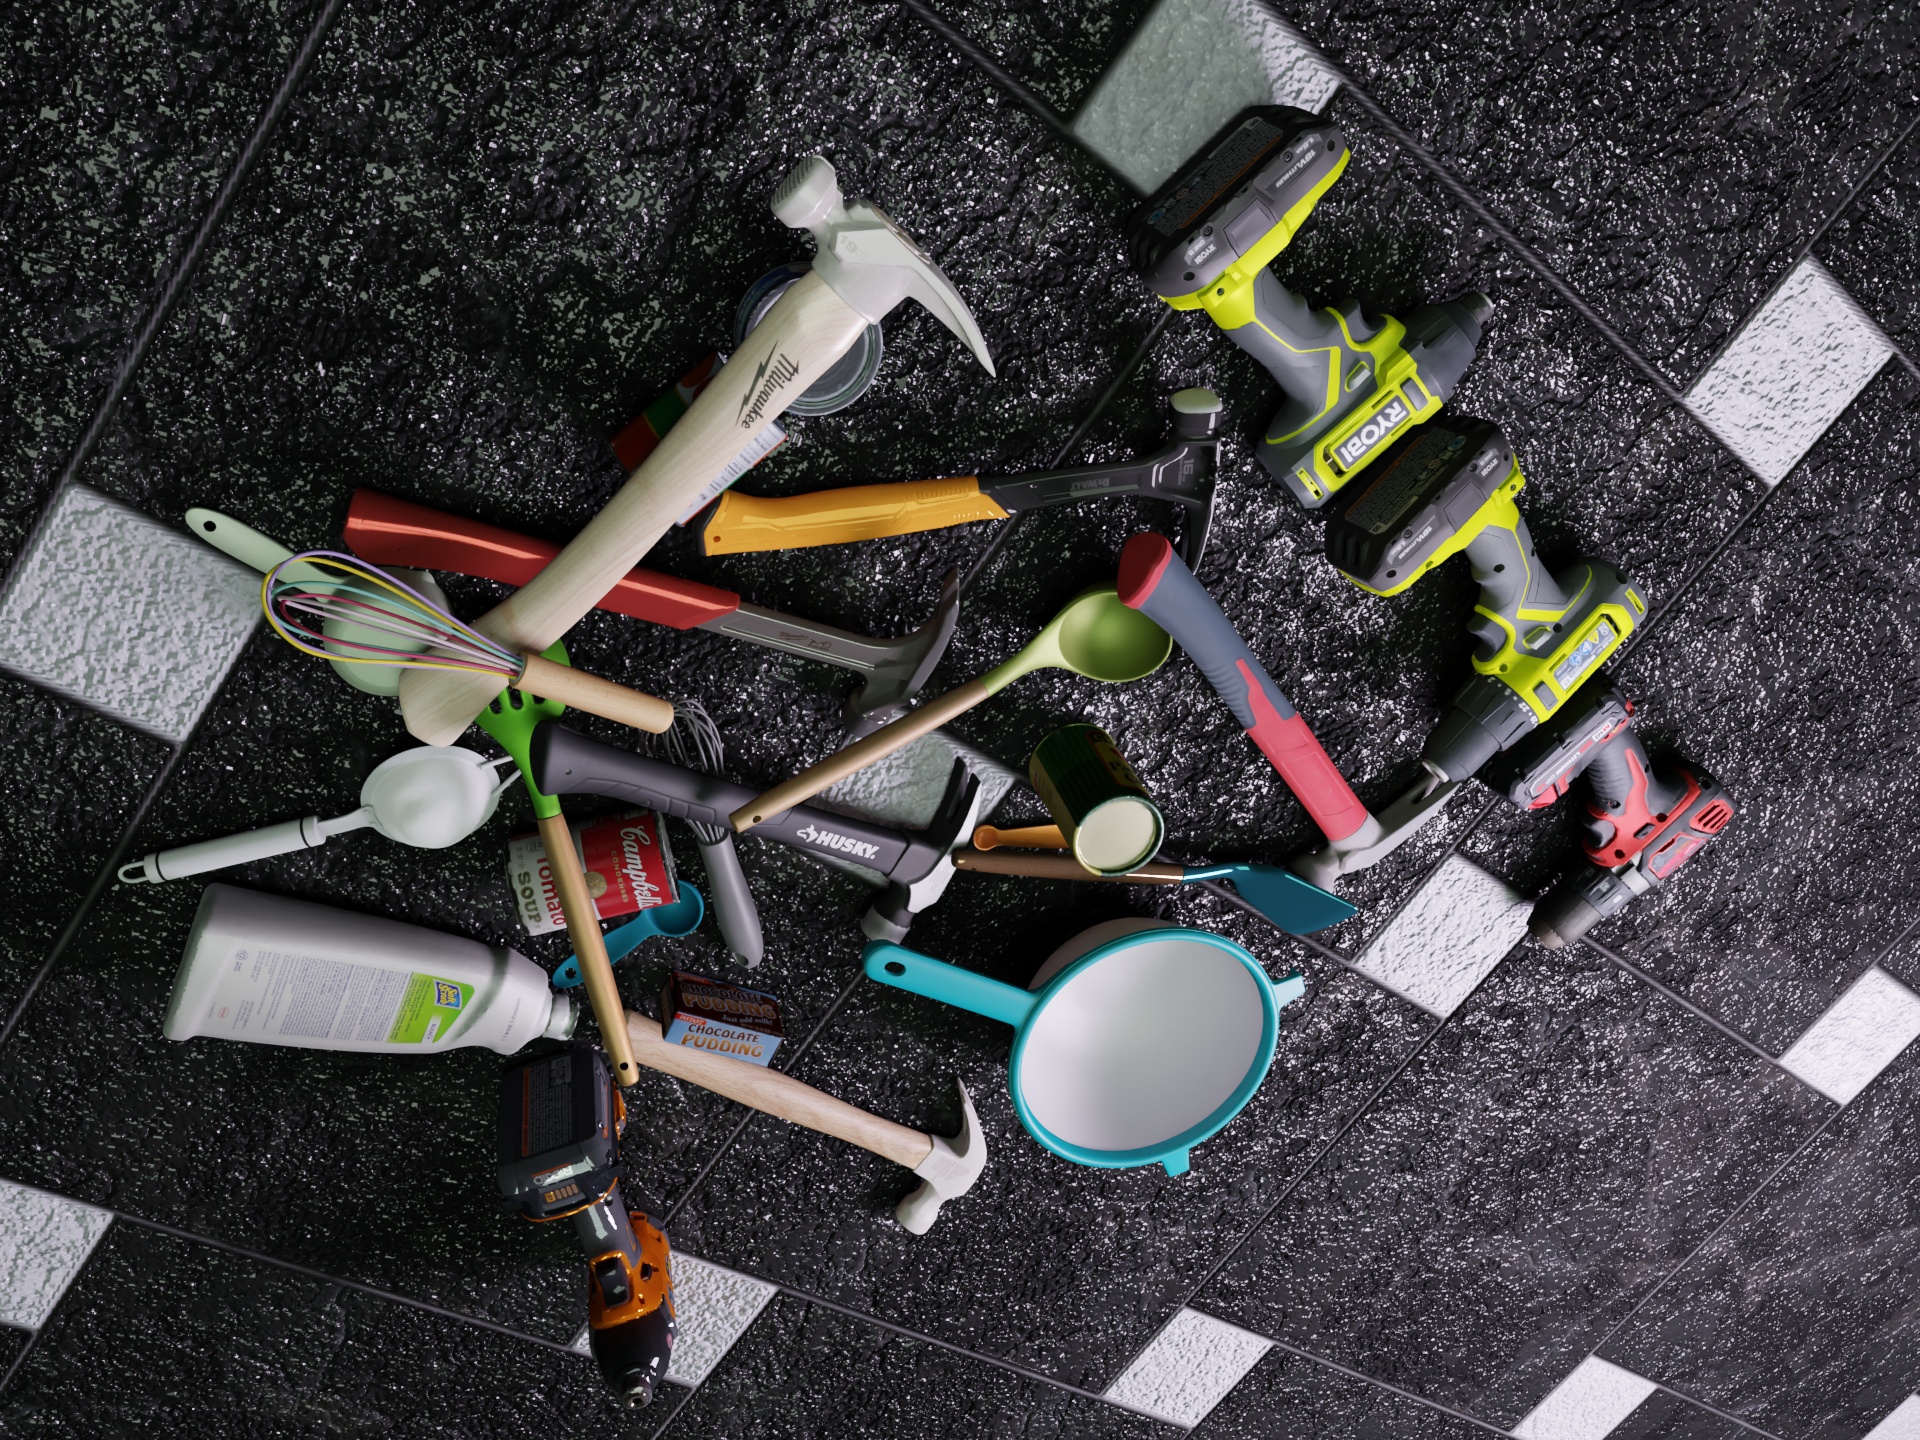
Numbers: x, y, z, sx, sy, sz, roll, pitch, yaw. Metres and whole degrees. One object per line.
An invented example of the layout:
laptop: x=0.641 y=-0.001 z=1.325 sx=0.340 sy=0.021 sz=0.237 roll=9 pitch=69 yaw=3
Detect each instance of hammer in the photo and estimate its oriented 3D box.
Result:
hammer: x=0.225 y=-0.012 z=1.098 sx=0.143 sy=0.038 sz=0.385 roll=-39 pitch=132 yaw=6
hammer: x=-0.184 y=-0.081 z=0.966 sx=0.359 sy=0.037 sz=0.149 roll=15 pitch=138 yaw=-19
hammer: x=-0.127 y=0.056 z=1.031 sx=0.334 sy=0.035 sz=0.146 roll=21 pitch=109 yaw=-40
hammer: x=-0.118 y=0.290 z=1.207 sx=0.331 sy=0.031 sz=0.130 roll=30 pitch=106 yaw=-27
hammer: x=-0.001 y=-0.133 z=1.007 sx=0.337 sy=0.034 sz=0.127 roll=-7 pitch=129 yaw=-9
hammer: x=-0.167 y=-0.117 z=0.893 sx=0.410 sy=0.038 sz=0.146 roll=-41 pitch=119 yaw=19

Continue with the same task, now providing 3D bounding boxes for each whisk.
whisk: x=-0.170 y=0.079 z=1.074 sx=0.055 sy=0.055 sz=0.238 roll=-16 pitch=125 yaw=-7
whisk: x=-0.267 y=-0.031 z=0.882 sx=0.244 sy=0.047 sz=0.051 roll=21 pitch=124 yaw=-39

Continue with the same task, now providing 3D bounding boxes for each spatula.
spatula: x=0.140 y=0.121 z=1.166 sx=0.317 sy=0.044 sz=0.082 roll=6 pitch=157 yaw=-24

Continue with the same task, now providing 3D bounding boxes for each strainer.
strainer: x=-0.401 y=0.070 z=1.007 sx=0.258 sy=0.050 sz=0.086 roll=-13 pitch=135 yaw=-5
strainer: x=0.072 y=0.204 z=1.180 sx=0.340 sy=0.095 sz=0.211 roll=22 pitch=107 yaw=-23

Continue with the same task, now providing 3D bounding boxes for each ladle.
ladle: x=-0.002 y=-0.003 z=1.025 sx=0.320 sy=0.062 sz=0.078 roll=-29 pitch=133 yaw=-18

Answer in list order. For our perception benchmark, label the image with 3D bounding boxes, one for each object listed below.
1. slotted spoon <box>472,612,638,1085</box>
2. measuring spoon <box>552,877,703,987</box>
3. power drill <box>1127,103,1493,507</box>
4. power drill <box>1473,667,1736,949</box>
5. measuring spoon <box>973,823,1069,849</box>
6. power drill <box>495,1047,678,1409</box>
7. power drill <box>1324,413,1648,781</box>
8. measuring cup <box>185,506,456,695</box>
slotted spoon: x=-0.248 y=0.083 z=0.997 sx=0.070 sy=0.031 sz=0.313 roll=-15 pitch=100 yaw=-8
measuring spoon: x=-0.232 y=0.149 z=1.111 sx=0.128 sy=0.021 sz=0.042 roll=-32 pitch=97 yaw=13
power drill: x=0.222 y=-0.260 z=0.986 sx=0.171 sy=0.080 sz=0.223 roll=-42 pitch=124 yaw=9
power drill: x=0.479 y=0.071 z=1.235 sx=0.188 sy=0.080 sz=0.226 roll=-46 pitch=123 yaw=11
measuring spoon: x=0.063 y=0.083 z=1.162 sx=0.117 sy=0.011 sz=0.021 roll=0 pitch=116 yaw=-20
power drill: x=-0.258 y=0.368 z=1.134 sx=0.084 sy=0.164 sz=0.226 roll=-17 pitch=119 yaw=-6
power drill: x=0.355 y=-0.080 z=1.105 sx=0.190 sy=0.080 sz=0.228 roll=-46 pitch=119 yaw=1
measuring cup: x=-0.377 y=-0.072 z=0.935 sx=0.167 sy=0.038 sz=0.083 roll=33 pitch=105 yaw=-30
